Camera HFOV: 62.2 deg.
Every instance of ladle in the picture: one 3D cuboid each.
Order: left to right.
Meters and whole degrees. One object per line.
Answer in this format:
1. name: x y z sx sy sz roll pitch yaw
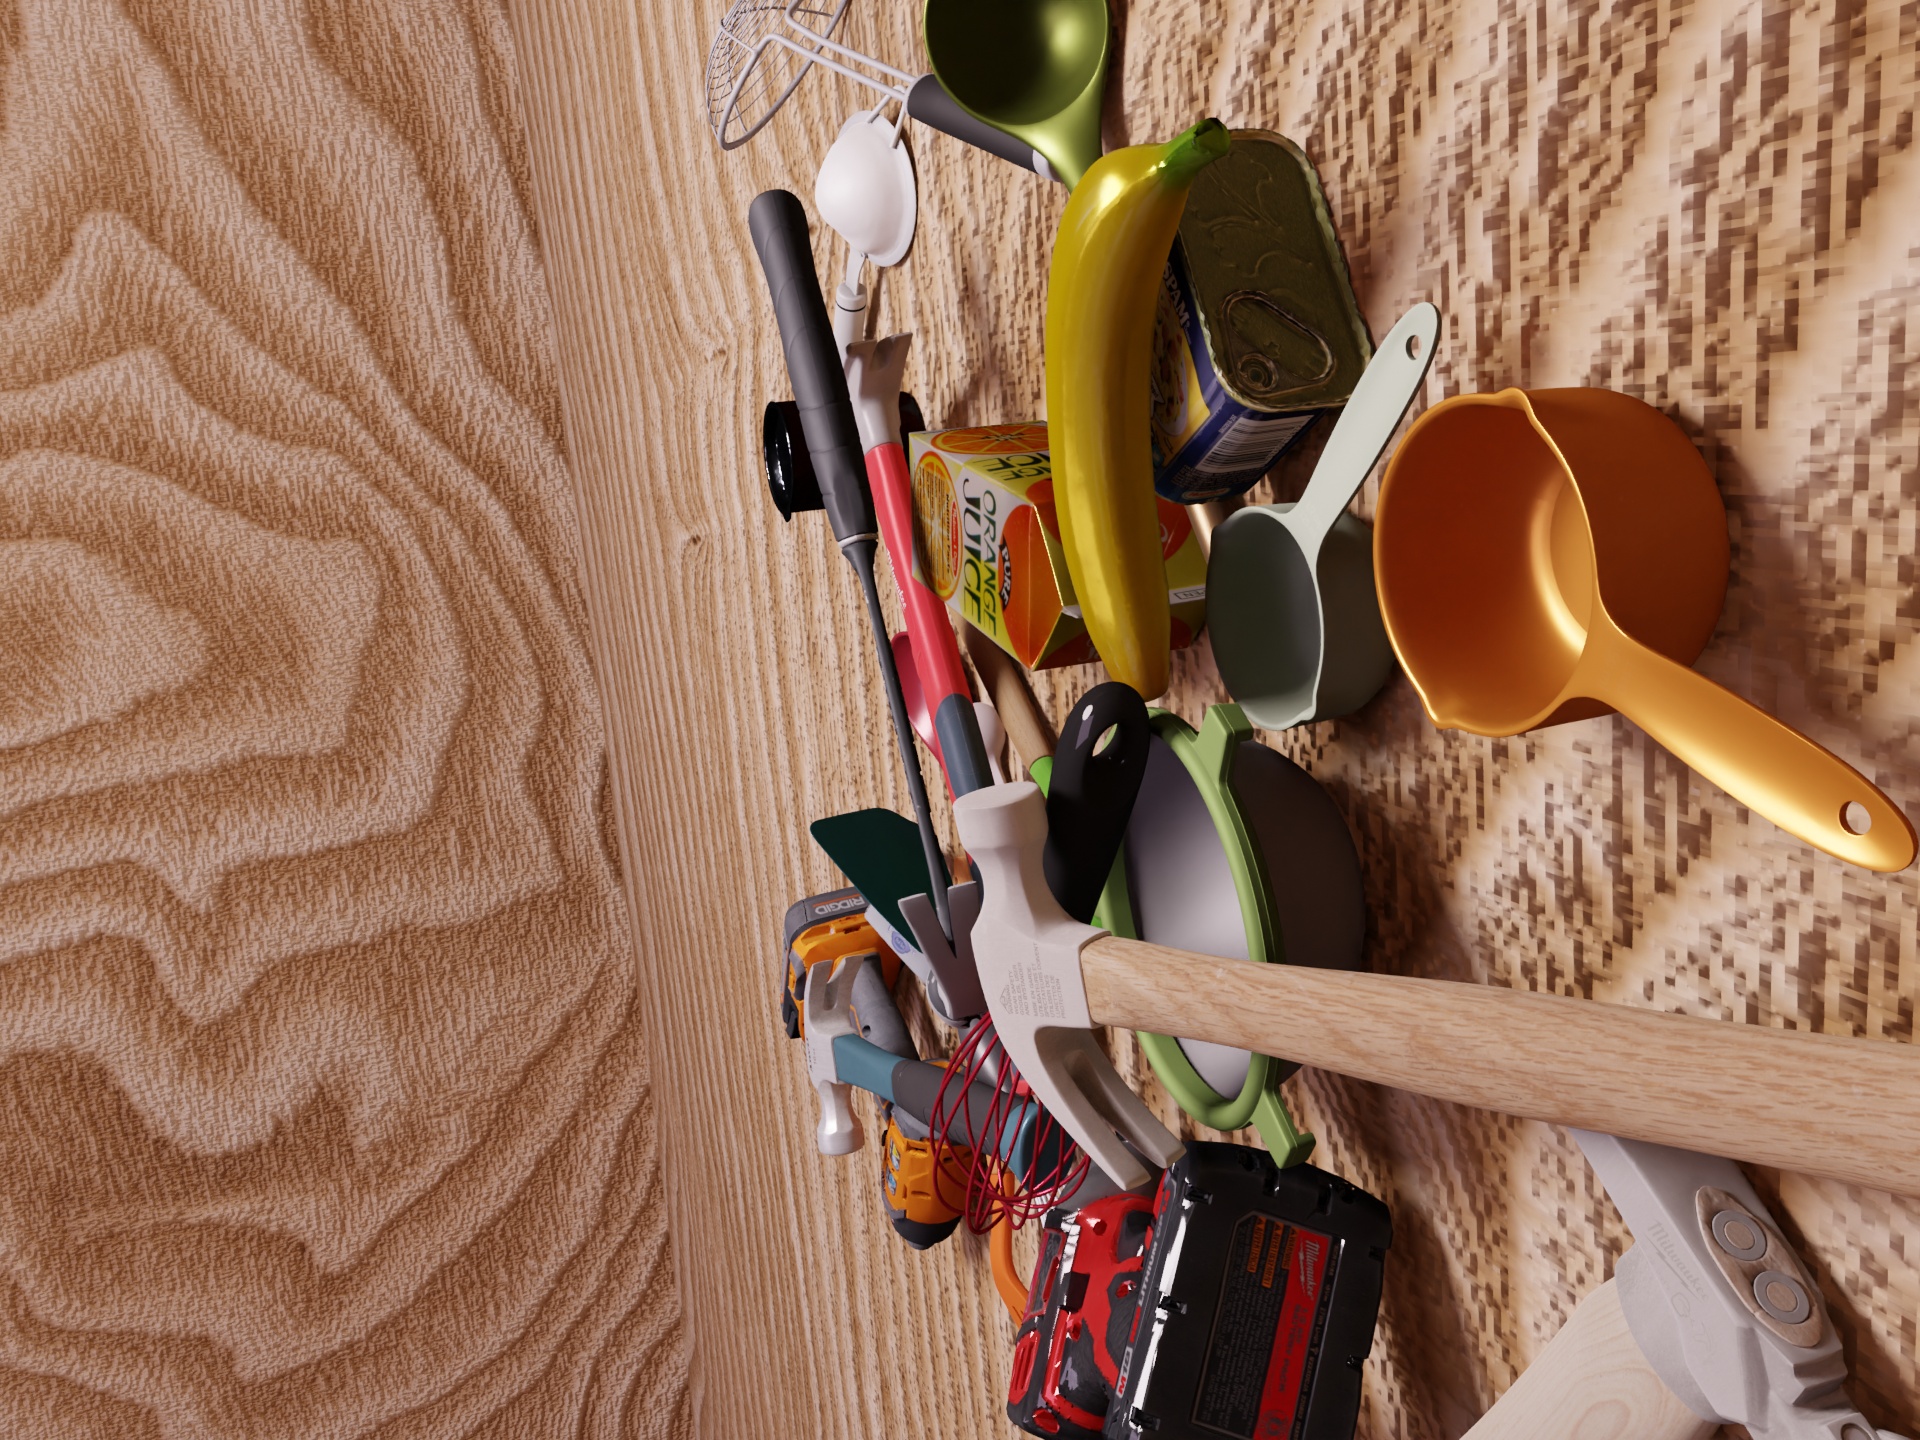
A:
1. ladle: 0.015 0.096 0.908 0.069 0.031 0.315 -39 63 61
2. ladle: 0.061 -0.167 0.617 0.078 0.062 0.320 -25 75 25

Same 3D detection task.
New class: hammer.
1. hammer: -0.045 -0.068 0.726 0.149 0.036 0.409 80 176 -71
2. hammer: -0.024 0.204 0.875 0.331 0.033 0.128 173 89 -66
3. hammer: -0.001 -0.003 0.813 0.143 0.038 0.386 124 132 -76
4. hammer: 0.119 0.087 0.435 0.331 0.031 0.130 0 105 51
5. hammer: 0.164 0.264 0.543 0.410 0.038 0.146 101 154 -45

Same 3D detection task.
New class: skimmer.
1. skimmer: -0.033 -0.319 0.824 0.127 0.090 0.364 -51 46 5

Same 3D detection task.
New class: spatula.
1. spatula: -0.034 0.081 0.900 0.082 0.044 0.317 47 175 3
2. spatula: 0.030 0.240 0.939 0.081 0.041 0.323 153 111 -70

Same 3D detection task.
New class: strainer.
1. strainer: -0.066 -0.263 0.966 0.087 0.050 0.258 53 153 26
2. strainer: 0.092 0.066 0.622 0.256 0.069 0.151 180 81 -77

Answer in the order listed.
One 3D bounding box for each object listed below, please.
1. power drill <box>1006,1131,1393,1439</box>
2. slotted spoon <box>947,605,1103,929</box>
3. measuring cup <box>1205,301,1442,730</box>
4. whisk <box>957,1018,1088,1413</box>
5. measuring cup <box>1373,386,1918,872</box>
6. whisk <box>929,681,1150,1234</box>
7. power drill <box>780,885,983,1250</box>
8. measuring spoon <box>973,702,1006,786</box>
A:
1. power drill: 0.081 0.225 0.631 0.219 0.078 0.143 128 160 -70
2. slotted spoon: 0.033 0.007 0.818 0.070 0.031 0.314 95 158 -45
3. measuring cup: 0.126 -0.064 0.504 0.167 0.038 0.083 109 147 -50
4. whisk: 0.054 0.253 0.804 0.070 0.070 0.285 99 154 -42
5. measuring cup: 0.169 -0.021 0.379 0.174 0.052 0.095 -127 34 -51
6. whisk: 0.033 0.103 0.618 0.073 0.073 0.295 -119 29 -45
7. power drill: -0.053 0.243 1.088 0.227 0.084 0.164 -124 31 -43
8. measuring spoon: 0.018 0.050 0.874 0.034 0.018 0.124 -22 79 35
